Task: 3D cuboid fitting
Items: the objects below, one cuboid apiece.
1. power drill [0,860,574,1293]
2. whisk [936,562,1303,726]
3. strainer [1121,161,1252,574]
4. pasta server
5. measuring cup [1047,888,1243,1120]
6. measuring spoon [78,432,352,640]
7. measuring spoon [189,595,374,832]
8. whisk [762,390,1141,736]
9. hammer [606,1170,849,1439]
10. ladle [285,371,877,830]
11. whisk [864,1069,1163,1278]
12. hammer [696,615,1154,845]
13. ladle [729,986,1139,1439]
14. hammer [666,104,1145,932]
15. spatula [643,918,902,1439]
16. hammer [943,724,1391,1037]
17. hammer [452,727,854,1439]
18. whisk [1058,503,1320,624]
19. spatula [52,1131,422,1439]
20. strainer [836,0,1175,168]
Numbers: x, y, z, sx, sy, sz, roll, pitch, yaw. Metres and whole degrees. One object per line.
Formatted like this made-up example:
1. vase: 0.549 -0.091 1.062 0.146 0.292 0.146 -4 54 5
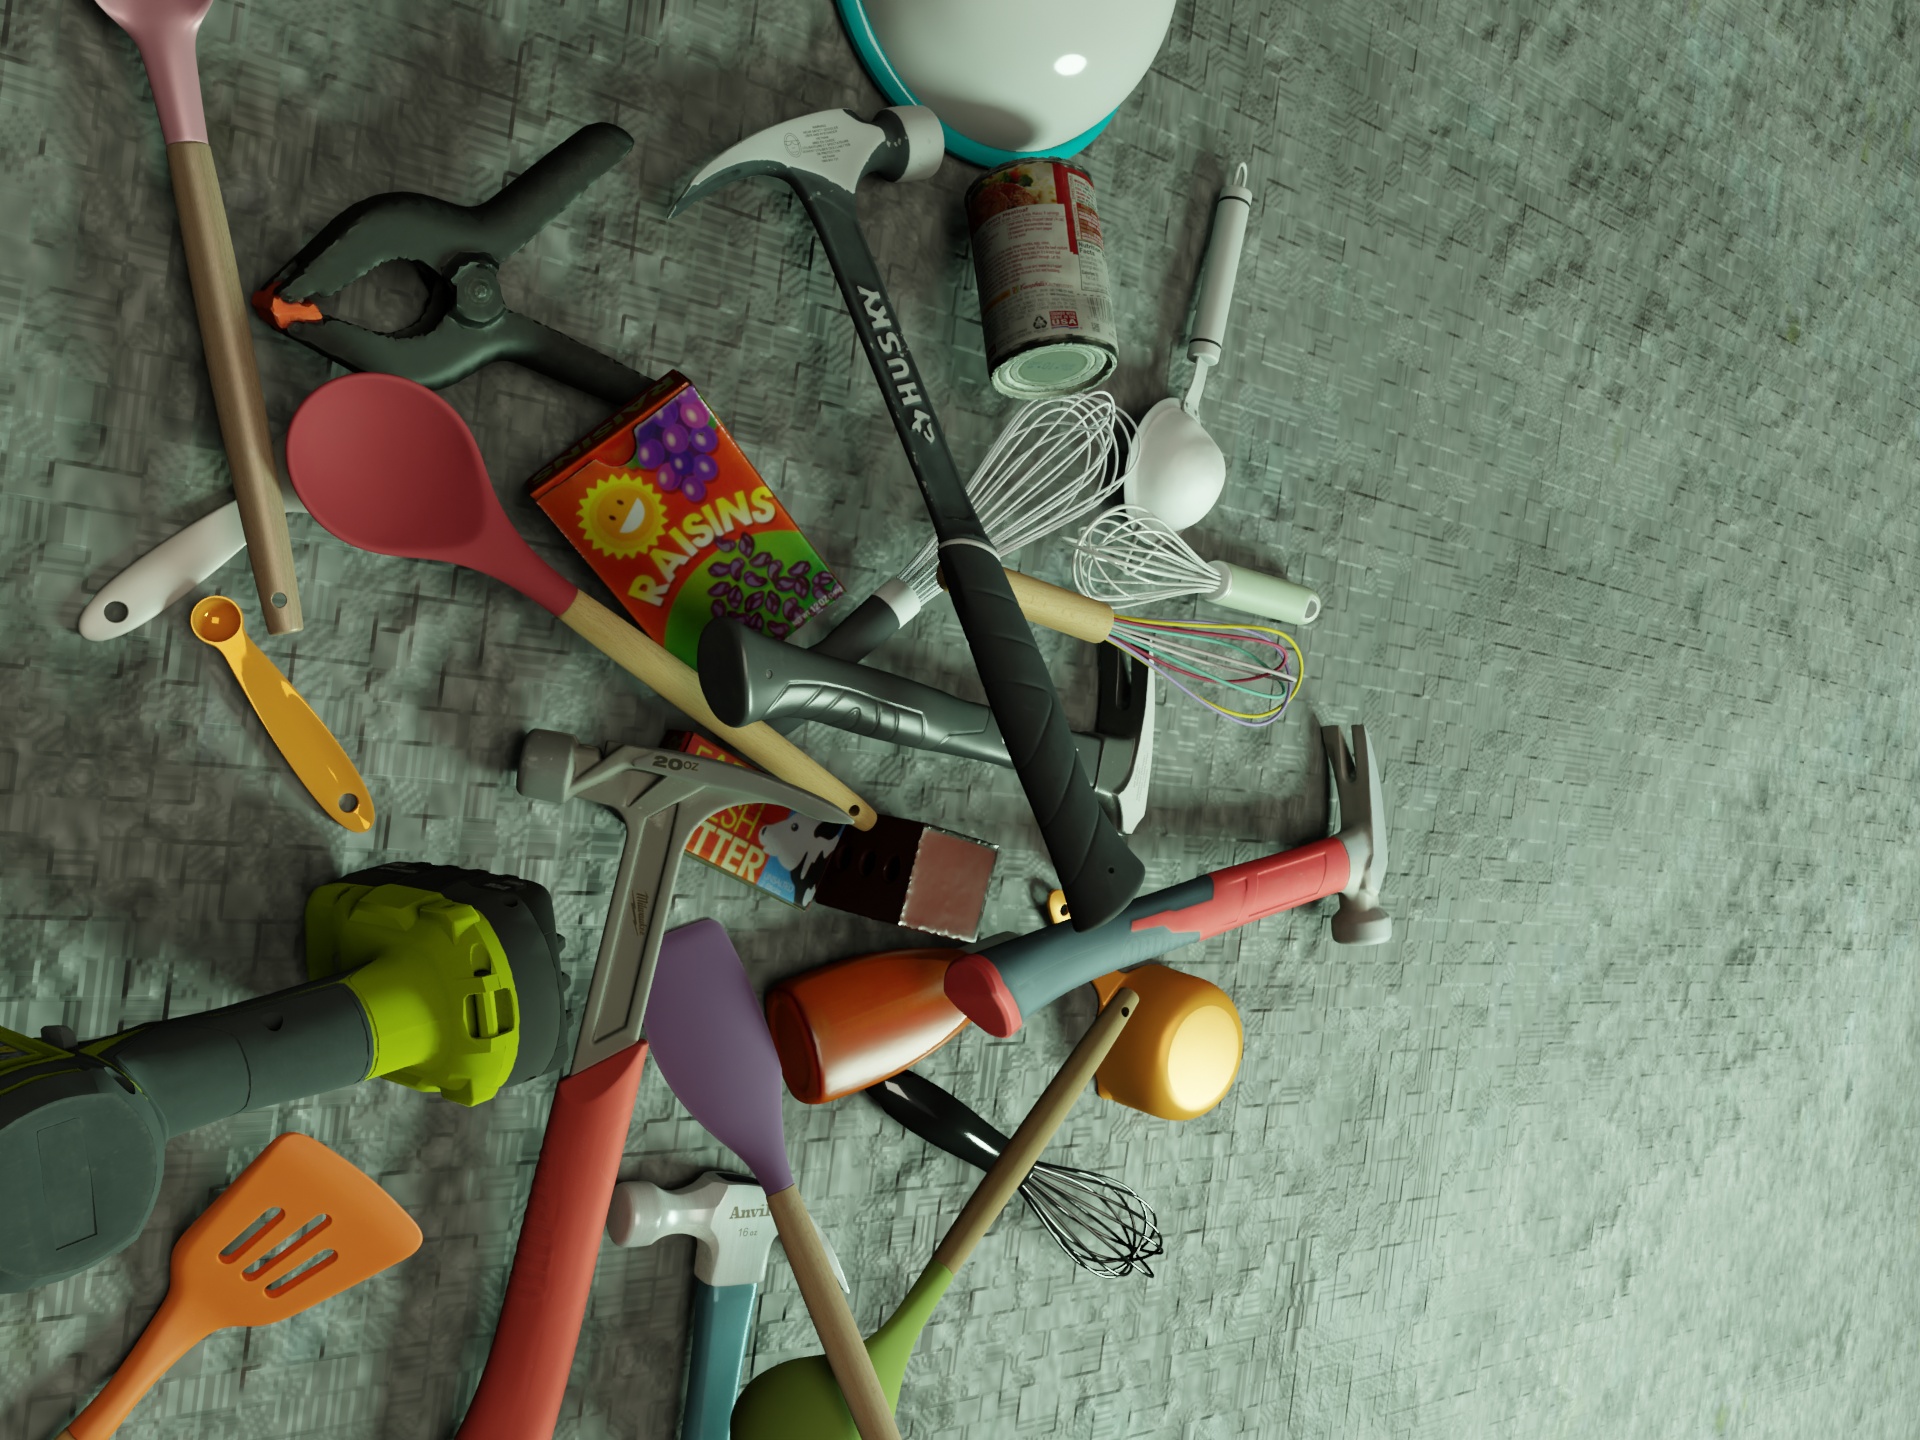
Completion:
1. power drill: -0.276 0.114 0.567 0.228 0.191 0.080 -14 103 -50
2. whisk: 0.092 -0.049 0.839 0.244 0.047 0.051 16 44 -32
3. strainer: 0.142 -0.208 0.928 0.086 0.050 0.258 23 77 -53
4. pasta server: -0.284 -0.188 0.593 0.060 0.040 0.316 -11 98 -18
5. measuring cup: 0.107 0.163 0.927 0.095 0.052 0.173 -48 122 -24
6. measuring spoon: -0.289 -0.072 0.622 0.124 0.018 0.034 -46 119 -24
7. measuring spoon: -0.275 -0.001 0.648 0.021 0.011 0.116 -42 121 -28
8. whisk: -0.010 -0.079 0.815 0.284 0.070 0.070 -43 118 -21
9. hammer: -0.131 0.387 0.780 0.128 0.033 0.331 8 90 -37
10. ladle: -0.149 -0.037 0.691 0.315 0.031 0.069 39 87 -30
11. whisk: 0.032 0.251 0.884 0.238 0.055 0.055 40 71 -28
12. hammer: -0.001 -0.003 0.797 0.334 0.035 0.146 16 83 -50
13. ladle: -0.001 0.260 0.823 0.078 0.062 0.320 50 59 -16
14. hammer: -0.007 -0.096 0.747 0.149 0.036 0.409 -19 86 -33
15. spatula: -0.077 0.245 0.745 0.059 0.018 0.316 -19 81 -35
16. hammer: 0.134 0.093 0.910 0.386 0.038 0.143 -9 94 -46
17. hammer: -0.159 0.190 0.711 0.149 0.037 0.359 13 90 -8
18. whisk: 0.142 -0.082 0.923 0.246 0.059 0.058 7 105 -49
19. spatula: -0.350 0.295 0.598 0.323 0.041 0.081 -48 121 -22
20. strainer: 0.000 -0.424 0.762 0.340 0.095 0.211 36 73 -36
